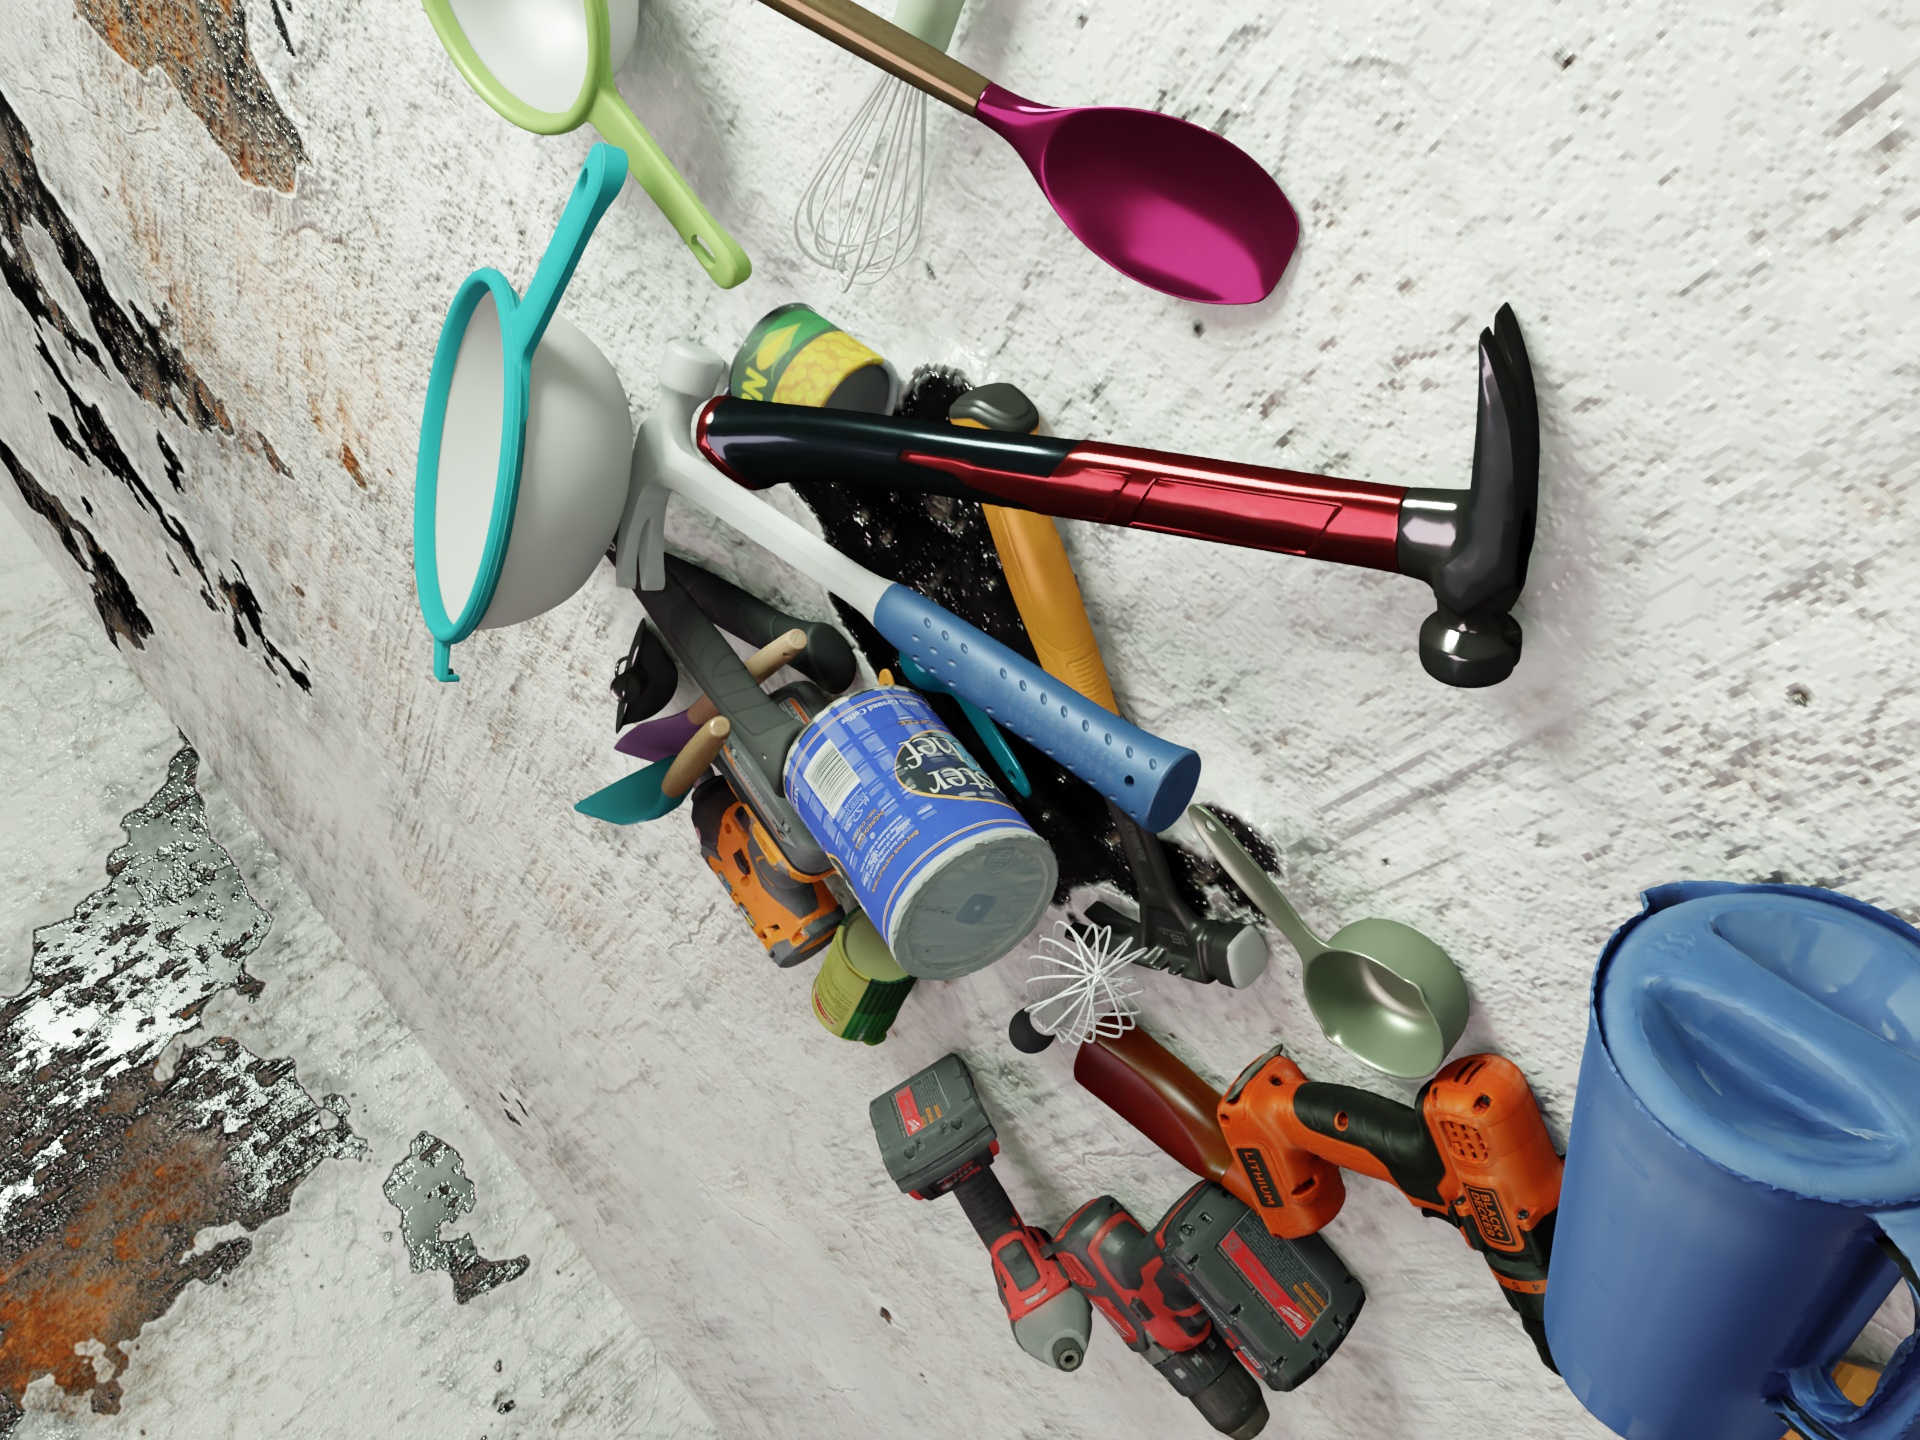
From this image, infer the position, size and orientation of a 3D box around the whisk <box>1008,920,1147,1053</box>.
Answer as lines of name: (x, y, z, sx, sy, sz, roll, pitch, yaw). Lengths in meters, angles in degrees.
whisk: (0.058, 0.168, 0.935, 0.070, 0.070, 0.284, 47, 164, 9)

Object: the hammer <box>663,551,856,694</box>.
hammer: (-0.222, -0.107, 1.085, 0.409, 0.036, 0.149, 28, 142, 34)

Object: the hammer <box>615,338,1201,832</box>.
hammer: (-0.046, -0.058, 0.816, 0.406, 0.035, 0.144, 35, 113, 34)

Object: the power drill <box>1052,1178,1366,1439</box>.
power drill: (0.165, 0.384, 1.027, 0.188, 0.080, 0.226, 49, 151, 6)

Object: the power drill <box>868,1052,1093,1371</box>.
power drill: (0.024, 0.363, 1.149, 0.219, 0.078, 0.143, 60, 177, -15)

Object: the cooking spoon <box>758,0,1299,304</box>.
cooking spoon: (-0.012, -0.253, 0.618, 0.319, 0.017, 0.068, 31, 138, 6)

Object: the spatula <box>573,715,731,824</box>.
spatula: (-0.183, 0.028, 0.996, 0.044, 0.082, 0.317, 61, 158, 2)

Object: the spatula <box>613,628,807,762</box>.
spatula: (-0.166, -0.009, 1.065, 0.059, 0.018, 0.316, 18, 158, -22)

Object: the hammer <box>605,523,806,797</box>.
hammer: (-0.195, -0.083, 0.990, 0.335, 0.035, 0.146, 51, 131, 20)

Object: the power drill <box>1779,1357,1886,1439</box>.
power drill: (0.414, 0.377, 0.696, 0.185, 0.084, 0.226, -5, 112, 53)

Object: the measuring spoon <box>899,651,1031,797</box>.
measuring spoon: (-0.001, -0.003, 0.879, 0.129, 0.021, 0.042, 55, 157, 30)

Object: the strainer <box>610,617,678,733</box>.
strainer: (-0.220, -0.025, 1.084, 0.050, 0.087, 0.258, 13, -178, -9)

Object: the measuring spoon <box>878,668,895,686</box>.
measuring spoon: (-0.039, 0.015, 0.992, 0.021, 0.011, 0.116, 40, 145, 42)

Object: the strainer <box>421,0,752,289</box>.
strainer: (-0.167, -0.325, 0.769, 0.256, 0.069, 0.151, 53, 147, -4)

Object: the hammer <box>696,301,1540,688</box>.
hammer: (0.041, -0.115, 0.665, 0.386, 0.038, 0.143, 14, 132, 30)

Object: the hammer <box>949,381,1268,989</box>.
hammer: (0.060, -0.011, 0.814, 0.127, 0.034, 0.336, 8, 127, 48)

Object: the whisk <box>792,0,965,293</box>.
whisk: (-0.019, -0.273, 0.653, 0.057, 0.059, 0.246, 11, 145, -15)

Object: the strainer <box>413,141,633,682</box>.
strainer: (-0.213, -0.176, 0.869, 0.340, 0.095, 0.211, -44, 50, 46)

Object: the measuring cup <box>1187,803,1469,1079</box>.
measuring cup: (0.176, 0.096, 0.765, 0.168, 0.038, 0.083, 49, 148, 10)

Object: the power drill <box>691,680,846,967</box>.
power drill: (-0.129, 0.064, 1.088, 0.164, 0.084, 0.226, 53, 153, 13)
